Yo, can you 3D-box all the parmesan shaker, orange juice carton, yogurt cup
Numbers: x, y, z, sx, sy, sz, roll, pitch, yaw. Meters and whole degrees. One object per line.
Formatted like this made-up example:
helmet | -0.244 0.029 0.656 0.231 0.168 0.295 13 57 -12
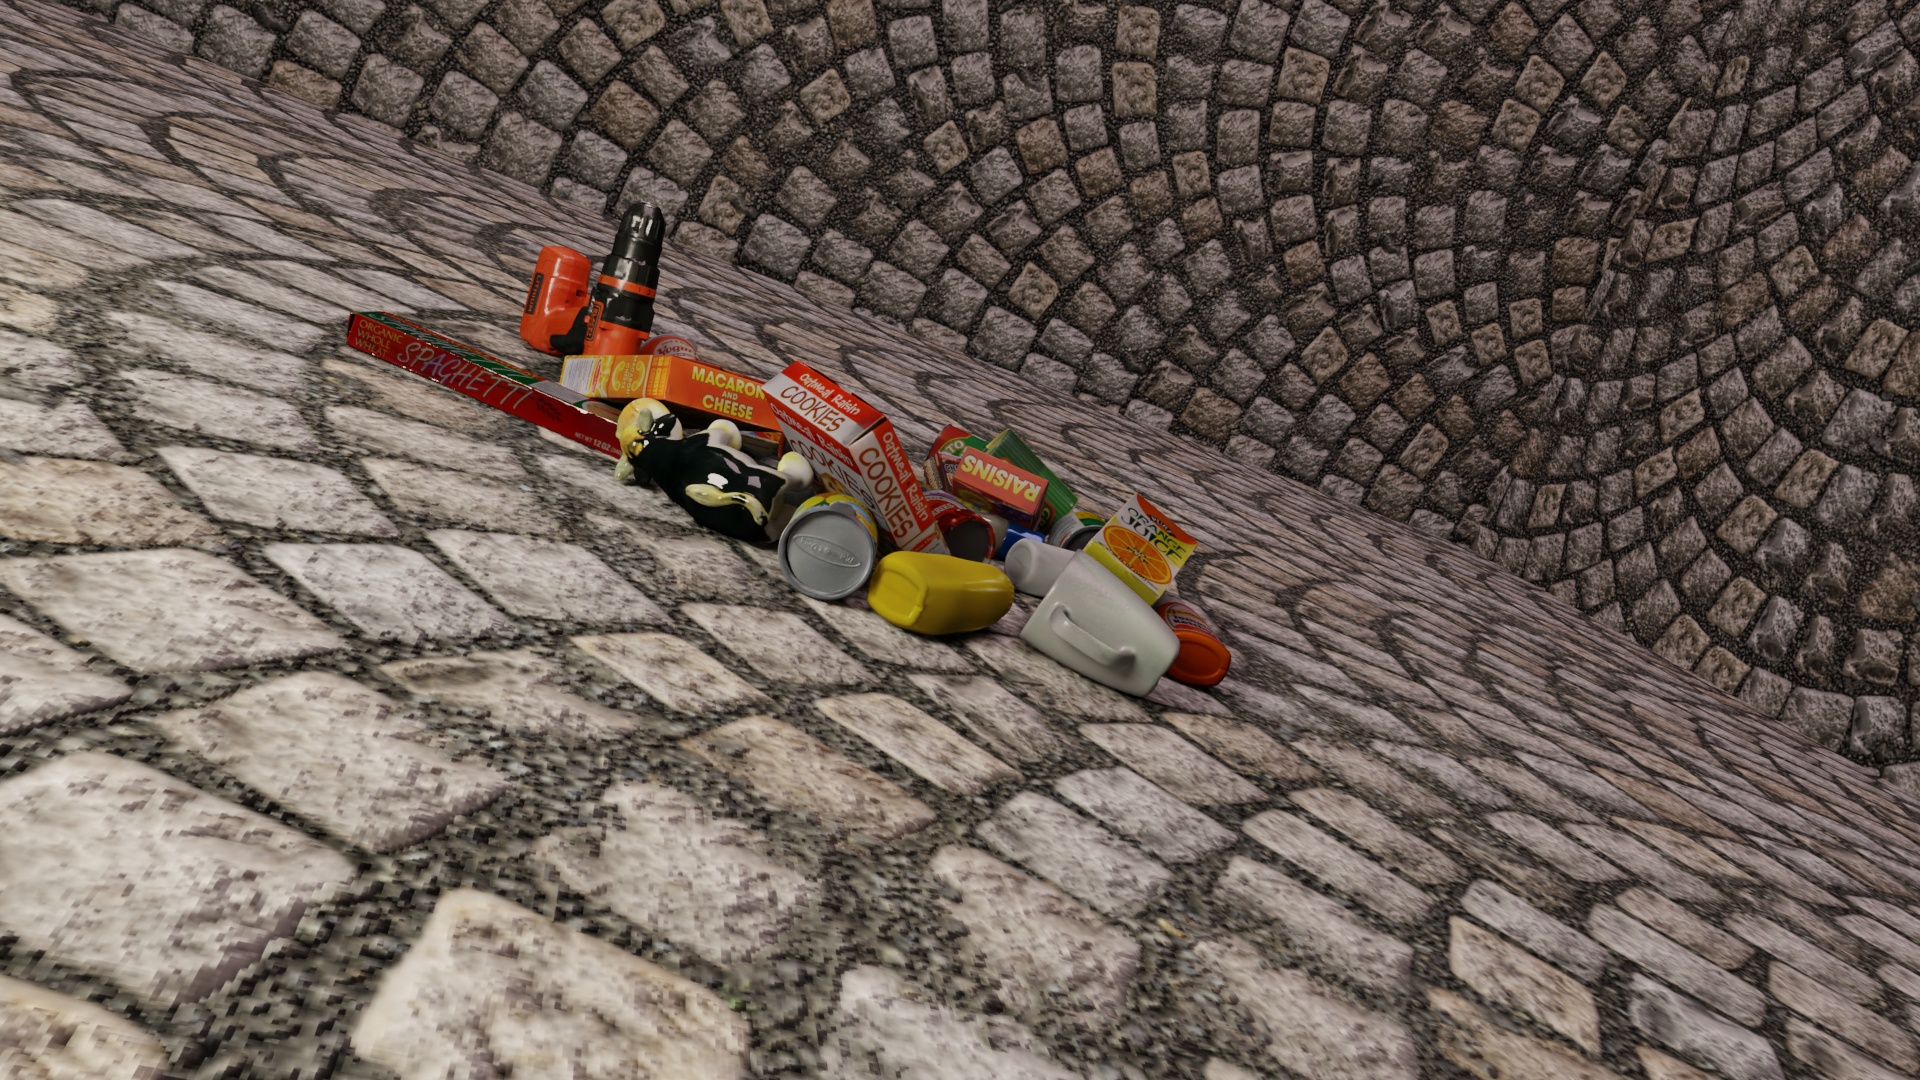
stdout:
parmesan shaker | 0.061 -0.055 1.430 0.103 0.071 0.071 45 9 -8
orange juice carton | 0.144 0.020 1.187 0.072 0.072 0.193 40 26 6
yogurt cup | -0.281 -0.161 1.358 0.072 0.072 0.054 13 23 -41

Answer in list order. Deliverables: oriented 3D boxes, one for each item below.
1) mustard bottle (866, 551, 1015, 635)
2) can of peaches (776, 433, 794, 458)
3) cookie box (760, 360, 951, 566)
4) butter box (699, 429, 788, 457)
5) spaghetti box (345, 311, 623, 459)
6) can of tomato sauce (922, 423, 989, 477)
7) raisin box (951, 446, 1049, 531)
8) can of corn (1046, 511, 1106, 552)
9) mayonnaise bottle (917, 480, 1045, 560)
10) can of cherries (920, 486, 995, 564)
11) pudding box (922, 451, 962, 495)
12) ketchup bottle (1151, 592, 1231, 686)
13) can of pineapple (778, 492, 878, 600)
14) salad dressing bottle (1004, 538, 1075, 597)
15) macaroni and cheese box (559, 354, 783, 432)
mustard bottle | -0.001 0.040 1.018 0.065 0.048 0.160 30 13 31
can of peaches | -0.129 -0.080 1.278 0.058 0.071 0.071 15 14 -32
cookie box | -0.074 -0.045 1.044 0.123 0.040 0.166 34 -23 44
butter box | -0.190 -0.092 1.312 0.103 0.024 0.053 13 16 -37
spaghetti box | -0.370 -0.126 1.120 0.250 0.028 0.050 23 12 0
can of tomato sauce | 0.010 -0.081 1.532 0.083 0.071 0.071 26 12 13
raisin box | 0.036 -0.039 1.340 0.086 0.040 0.123 25 -15 6
can of corn | 0.122 0.012 1.328 0.071 0.071 0.058 20 11 -13
mayonnaise bottle | 0.005 -0.016 1.292 0.148 0.041 0.065 22 9 -7
can of cherries | -0.014 -0.002 1.129 0.071 0.071 0.058 12 16 -43
pudding box | 0.003 -0.059 1.450 0.084 0.030 0.050 13 54 -41
ketchup bottle | 0.188 0.081 1.196 0.065 0.043 0.149 21 11 -6
can of pineapple | -0.090 0.002 0.972 0.071 0.071 0.058 22 11 -5
salad dressing bottle | 0.108 0.036 1.253 0.148 0.044 0.064 15 18 -36
macaroni and cheese box | -0.242 -0.124 1.172 0.166 0.040 0.124 6 -5 45
